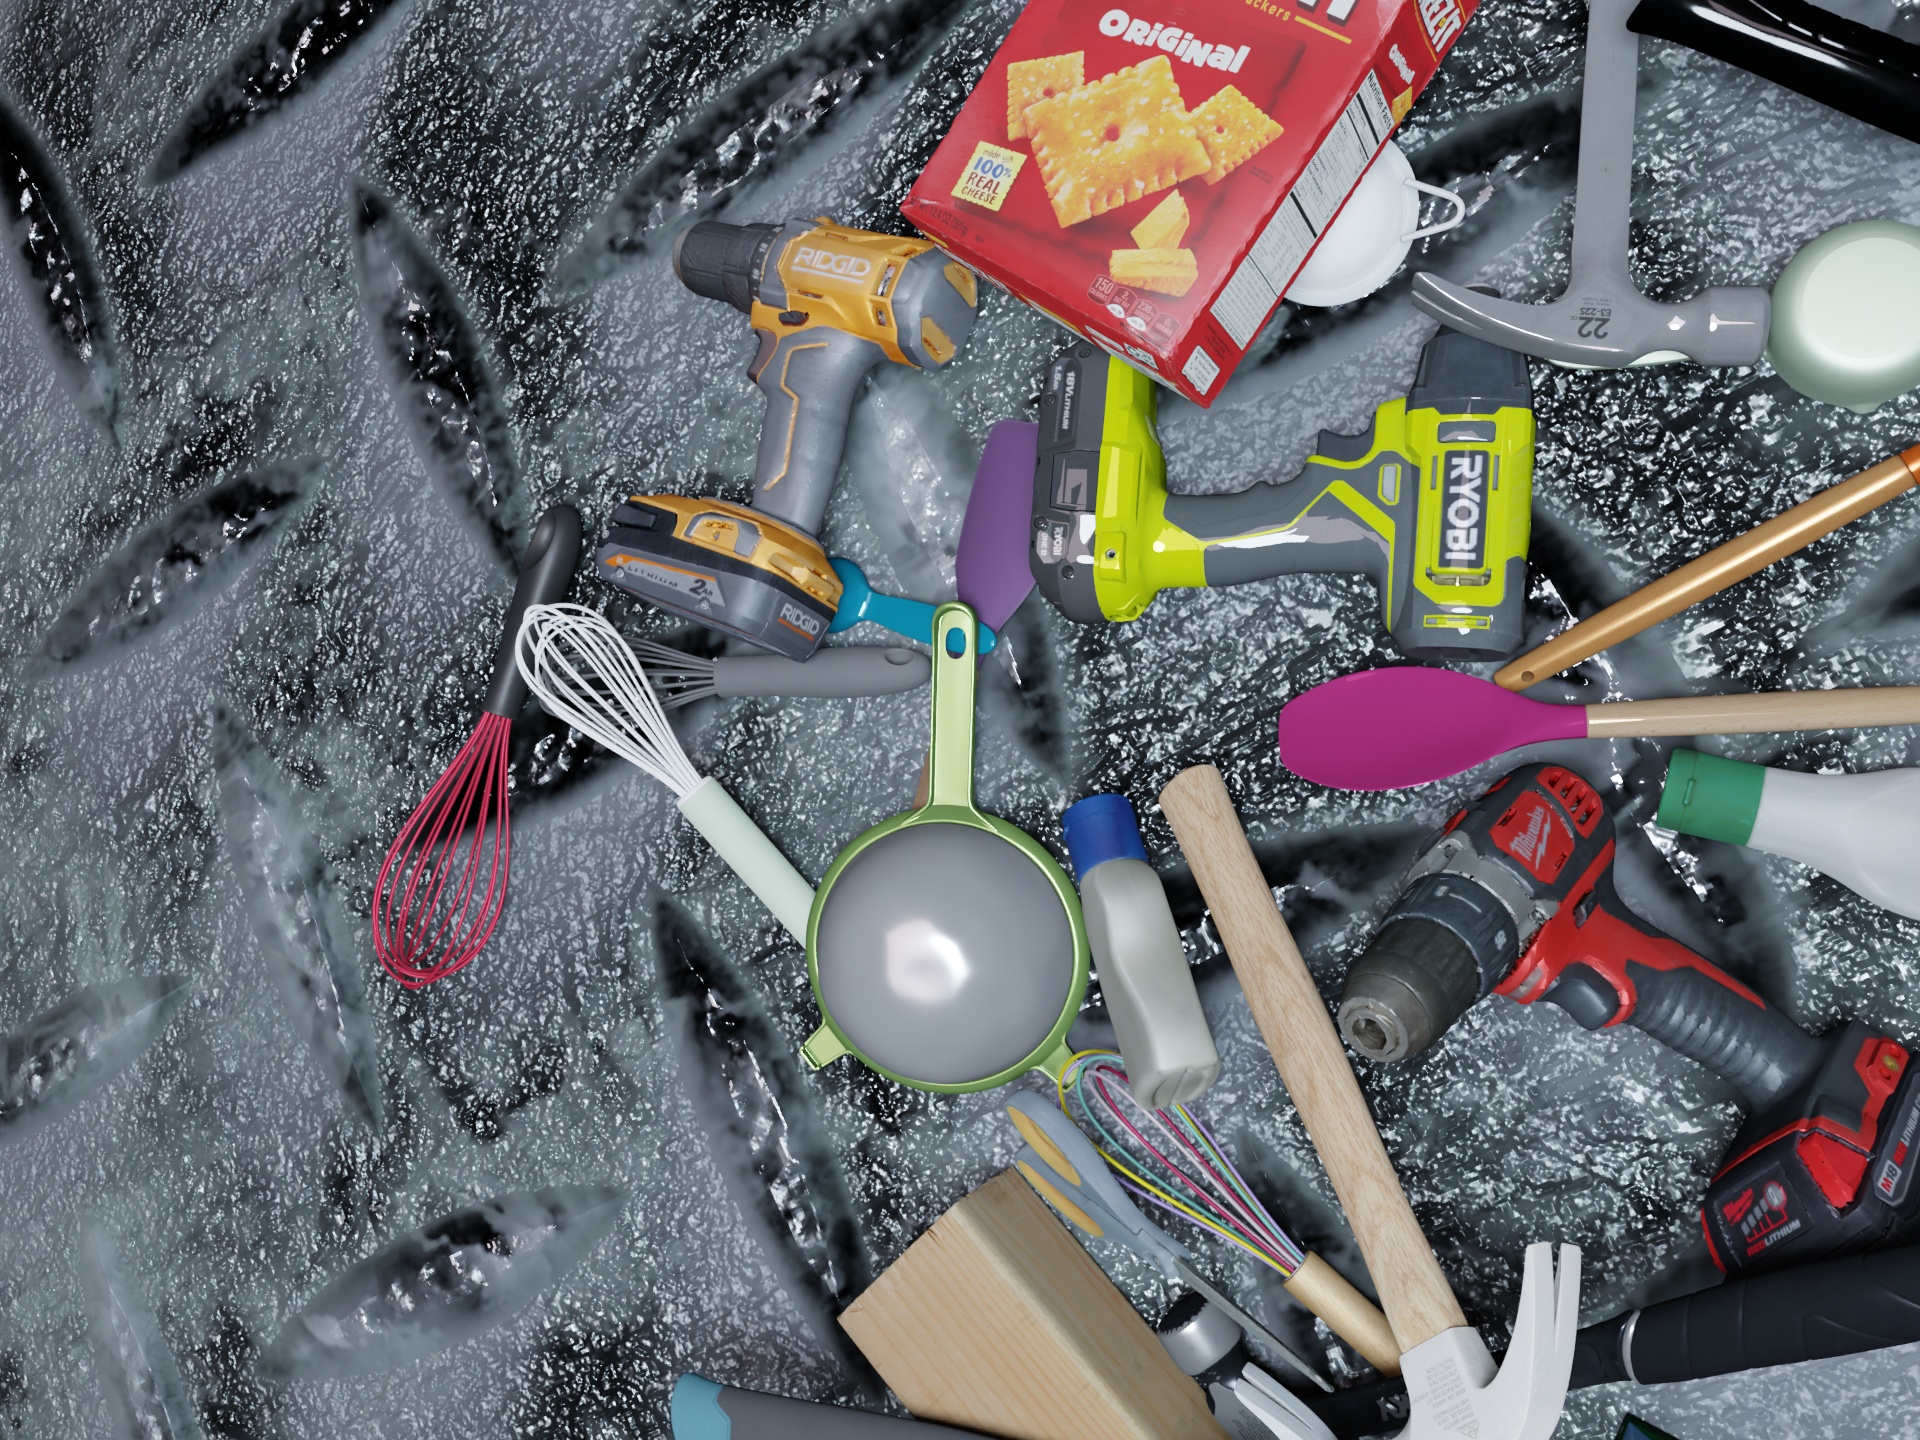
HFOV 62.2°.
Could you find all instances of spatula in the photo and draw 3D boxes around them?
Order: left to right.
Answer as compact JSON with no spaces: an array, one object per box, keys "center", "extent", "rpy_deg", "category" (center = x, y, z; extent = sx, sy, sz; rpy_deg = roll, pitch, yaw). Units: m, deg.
[{"center":[-0.001,-0.003,0.838],"extent":[0.060,0.018,0.316],"rpy_deg":[18,94,33],"category":"spatula"},{"center":[0.370,-0.089,0.660],"extent":[0.322,0.041,0.081],"rpy_deg":[-32,102,27],"category":"spatula"}]

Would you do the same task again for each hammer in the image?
[{"center":[0.018,0.341,0.714],"extent":[0.331,0.033,0.128],"rpy_deg":[1,89,21],"category":"hammer"},{"center":[0.157,0.154,0.688],"extent":[0.130,0.031,0.332],"rpy_deg":[-47,45,33],"category":"hammer"},{"center":[0.252,0.255,0.625],"extent":[0.149,0.036,0.409],"rpy_deg":[54,134,4],"category":"hammer"},{"center":[0.285,-0.354,0.703],"extent":[0.144,0.035,0.405],"rpy_deg":[4,84,13],"category":"hammer"},{"center":[0.427,-0.222,0.631],"extent":[0.335,0.035,0.146],"rpy_deg":[27,100,7],"category":"hammer"}]

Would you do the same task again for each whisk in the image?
[{"center":[-0.275,0.015,0.929],"extent":[0.073,0.073,0.296],"rpy_deg":[17,89,21],"category":"whisk"},{"center":[-0.148,0.033,0.853],"extent":[0.246,0.058,0.059],"rpy_deg":[49,143,-4],"category":"whisk"},{"center":[-0.129,-0.025,0.877],"extent":[0.239,0.055,0.055],"rpy_deg":[-1,88,18],"category":"whisk"},{"center":[0.146,0.243,0.762],"extent":[0.245,0.047,0.051],"rpy_deg":[40,114,14],"category":"whisk"}]

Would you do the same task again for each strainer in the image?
[{"center":[-0.011,0.068,0.796],"extent":[0.151,0.069,0.256],"rpy_deg":[3,94,11],"category":"strainer"},{"center":[0.114,-0.251,0.792],"extent":[0.258,0.050,0.087],"rpy_deg":[6,105,25],"category":"strainer"}]

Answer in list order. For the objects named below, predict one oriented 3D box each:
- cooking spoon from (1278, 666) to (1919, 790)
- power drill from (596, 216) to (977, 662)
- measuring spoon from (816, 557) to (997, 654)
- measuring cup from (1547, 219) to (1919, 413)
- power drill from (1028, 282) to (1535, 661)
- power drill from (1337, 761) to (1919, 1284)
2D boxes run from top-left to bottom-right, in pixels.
[{"center":[0.302,0.000,0.699],"extent":[0.319,0.017,0.069],"rpy_deg":[-3,52,15],"category":"cooking spoon"},{"center":[-0.111,-0.163,0.847],"extent":[0.185,0.084,0.226],"rpy_deg":[21,85,29],"category":"power drill"},{"center":[-0.038,-0.058,0.843],"extent":[0.129,0.021,0.042],"rpy_deg":[18,94,31],"category":"measuring spoon"},{"center":[0.344,-0.174,0.695],"extent":[0.167,0.038,0.083],"rpy_deg":[-2,87,20],"category":"measuring cup"},{"center":[0.153,-0.119,0.753],"extent":[0.223,0.080,0.171],"rpy_deg":[3,85,19],"category":"power drill"},{"center":[0.271,0.132,0.643],"extent":[0.227,0.188,0.080],"rpy_deg":[43,137,15],"category":"power drill"}]
